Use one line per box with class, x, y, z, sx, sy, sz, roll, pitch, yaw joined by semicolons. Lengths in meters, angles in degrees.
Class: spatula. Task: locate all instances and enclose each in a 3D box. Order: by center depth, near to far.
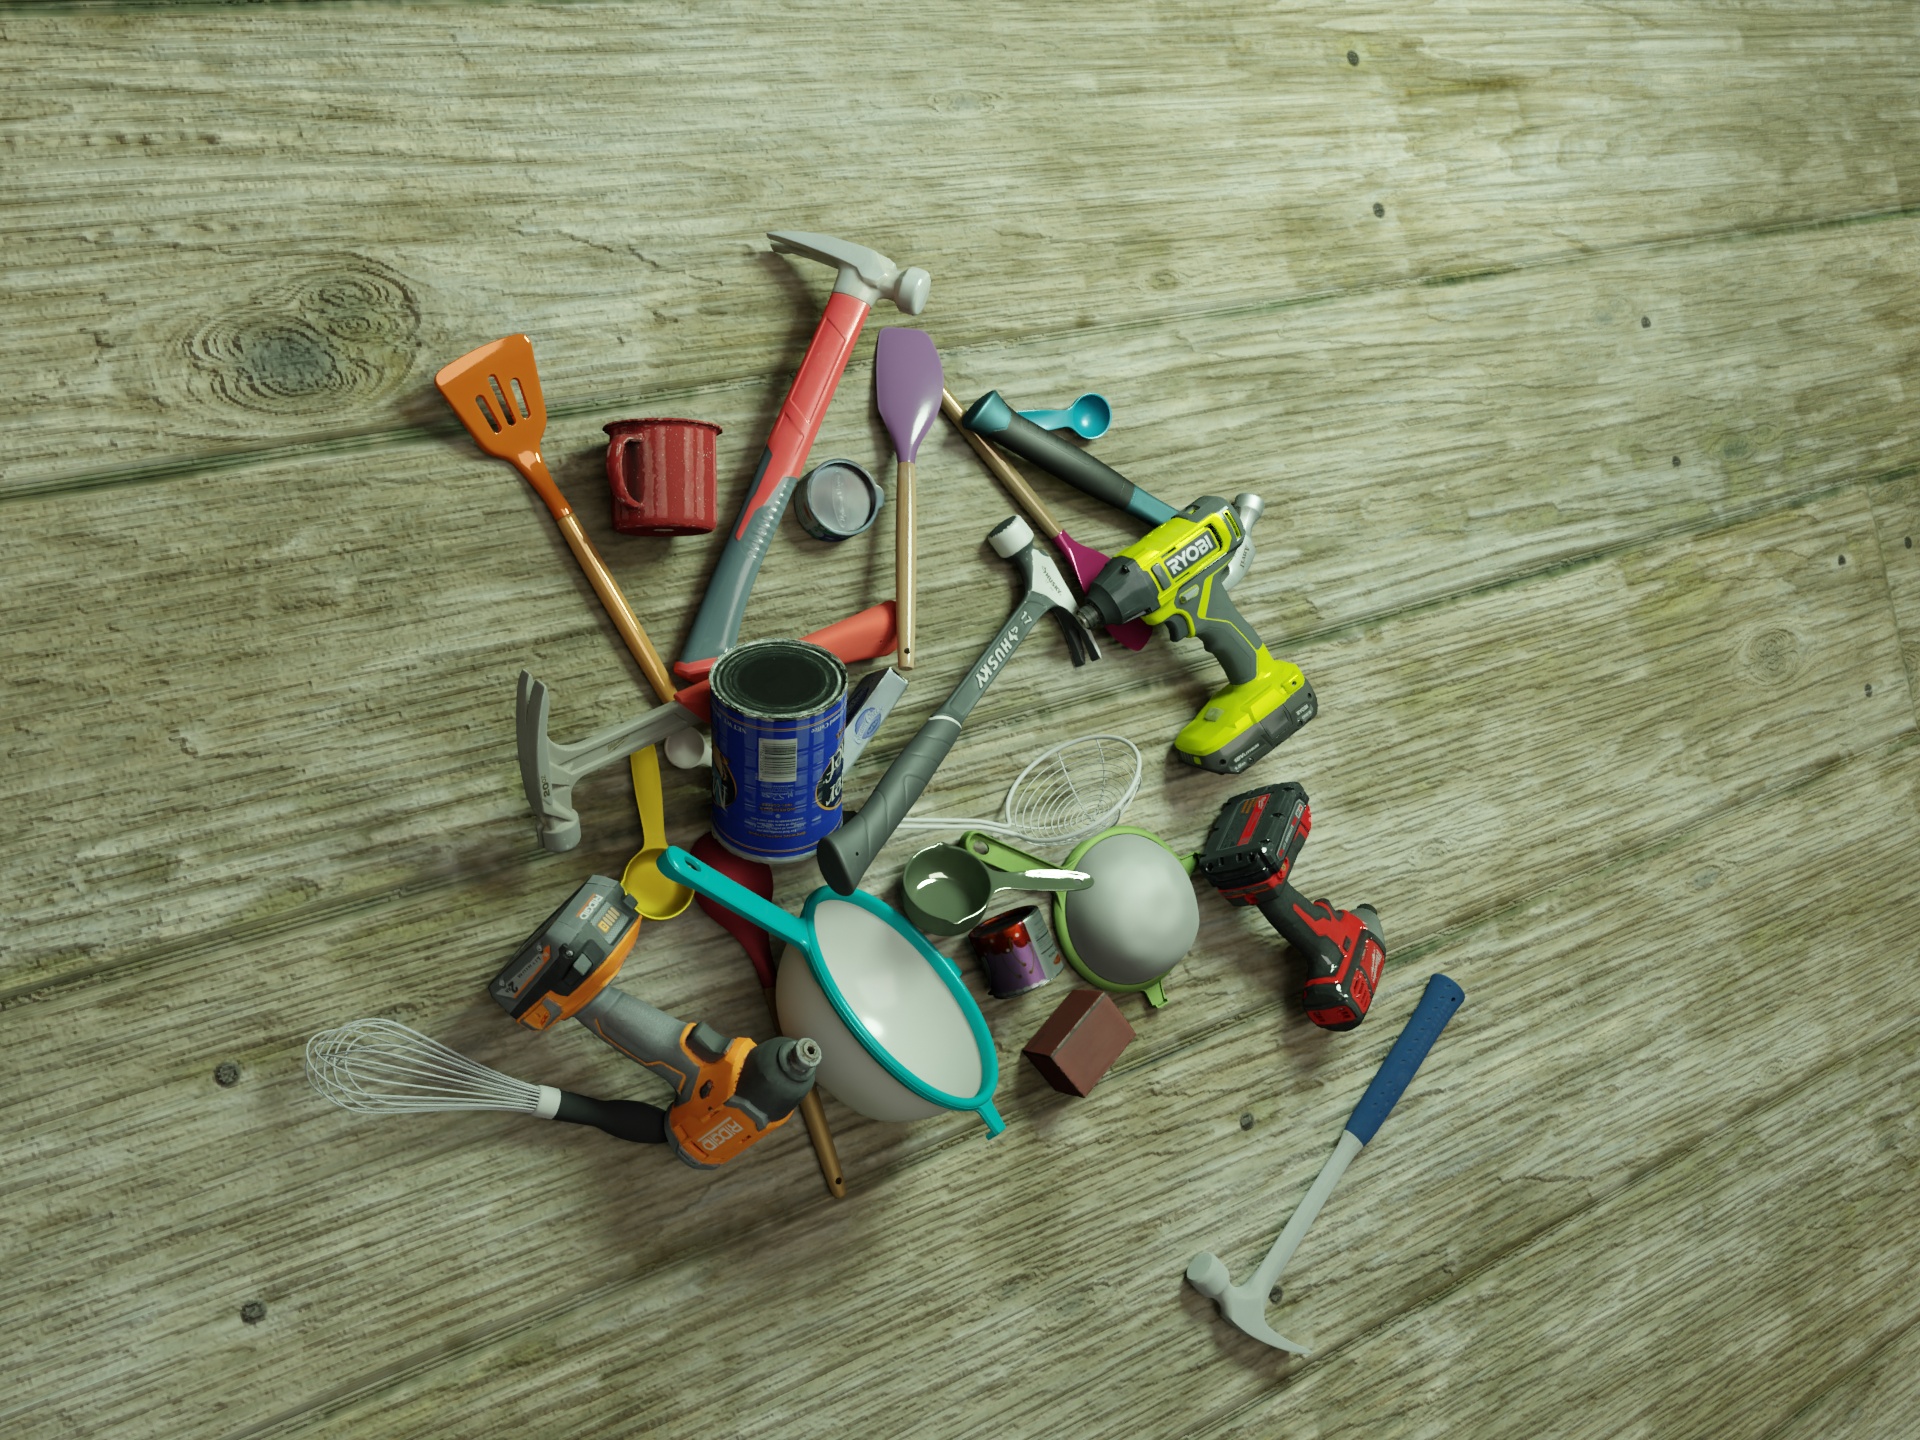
spatula;-0.292;-0.137;1.231;0.081;0.041;0.322;-33;101;-24
spatula;-0.044;-0.193;1.352;0.059;0.018;0.316;3;73;-10

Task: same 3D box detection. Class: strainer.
strainer;-0.117;0.205;1.213;0.095;0.211;0.340;-43;123;17
strainer;0.119;0.148;1.399;0.256;0.069;0.151;25;74;-25

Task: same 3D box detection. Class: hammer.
hammer;-0.180;-0.030;1.235;0.359;0.037;0.149;-28;135;-37
hammer;-0.160;-0.215;1.297;0.143;0.038;0.386;20;81;9
hammer;-0.002;-0.004;1.306;0.149;0.036;0.409;52;46;-17
hammer;0.143;-0.213;1.461;0.330;0.033;0.128;25;74;-27
hammer;0.374;0.413;1.524;0.144;0.035;0.405;48;66;-15

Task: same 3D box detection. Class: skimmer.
skimmer;-0.023;0.058;1.316;0.363;0.127;0.090;1;113;-24

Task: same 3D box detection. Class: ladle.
ladle;-0.145;0.237;1.277;0.069;0.031;0.315;-21;96;-31

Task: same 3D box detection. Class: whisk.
whisk;-0.334;0.271;1.161;0.284;0.070;0.070;21;75;-30

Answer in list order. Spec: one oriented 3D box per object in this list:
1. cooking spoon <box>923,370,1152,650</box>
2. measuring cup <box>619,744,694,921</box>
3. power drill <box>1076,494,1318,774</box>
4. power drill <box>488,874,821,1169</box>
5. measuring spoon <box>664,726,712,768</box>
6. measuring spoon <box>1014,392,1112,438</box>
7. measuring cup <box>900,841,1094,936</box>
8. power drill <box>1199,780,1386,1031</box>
cooking spoon;0.071;-0.188;1.439;0.318;0.017;0.069;49;50;-15
measuring cup;-0.245;0.081;1.247;0.062;0.029;0.157;-2;74;-28
power drill;0.215;-0.068;1.449;0.171;0.080;0.223;-36;107;-13
power drill;-0.213;0.220;1.158;0.226;0.164;0.084;43;37;-9
measuring spoon;-0.186;0.039;1.286;0.124;0.018;0.034;26;70;-30
measuring spoon;0.077;-0.275;1.457;0.128;0.021;0.042;-9;102;-19
measuring cup;0.030;0.146;1.345;0.167;0.038;0.083;1;49;-15
power drill;0.326;0.170;1.496;0.219;0.078;0.143;53;45;-19
